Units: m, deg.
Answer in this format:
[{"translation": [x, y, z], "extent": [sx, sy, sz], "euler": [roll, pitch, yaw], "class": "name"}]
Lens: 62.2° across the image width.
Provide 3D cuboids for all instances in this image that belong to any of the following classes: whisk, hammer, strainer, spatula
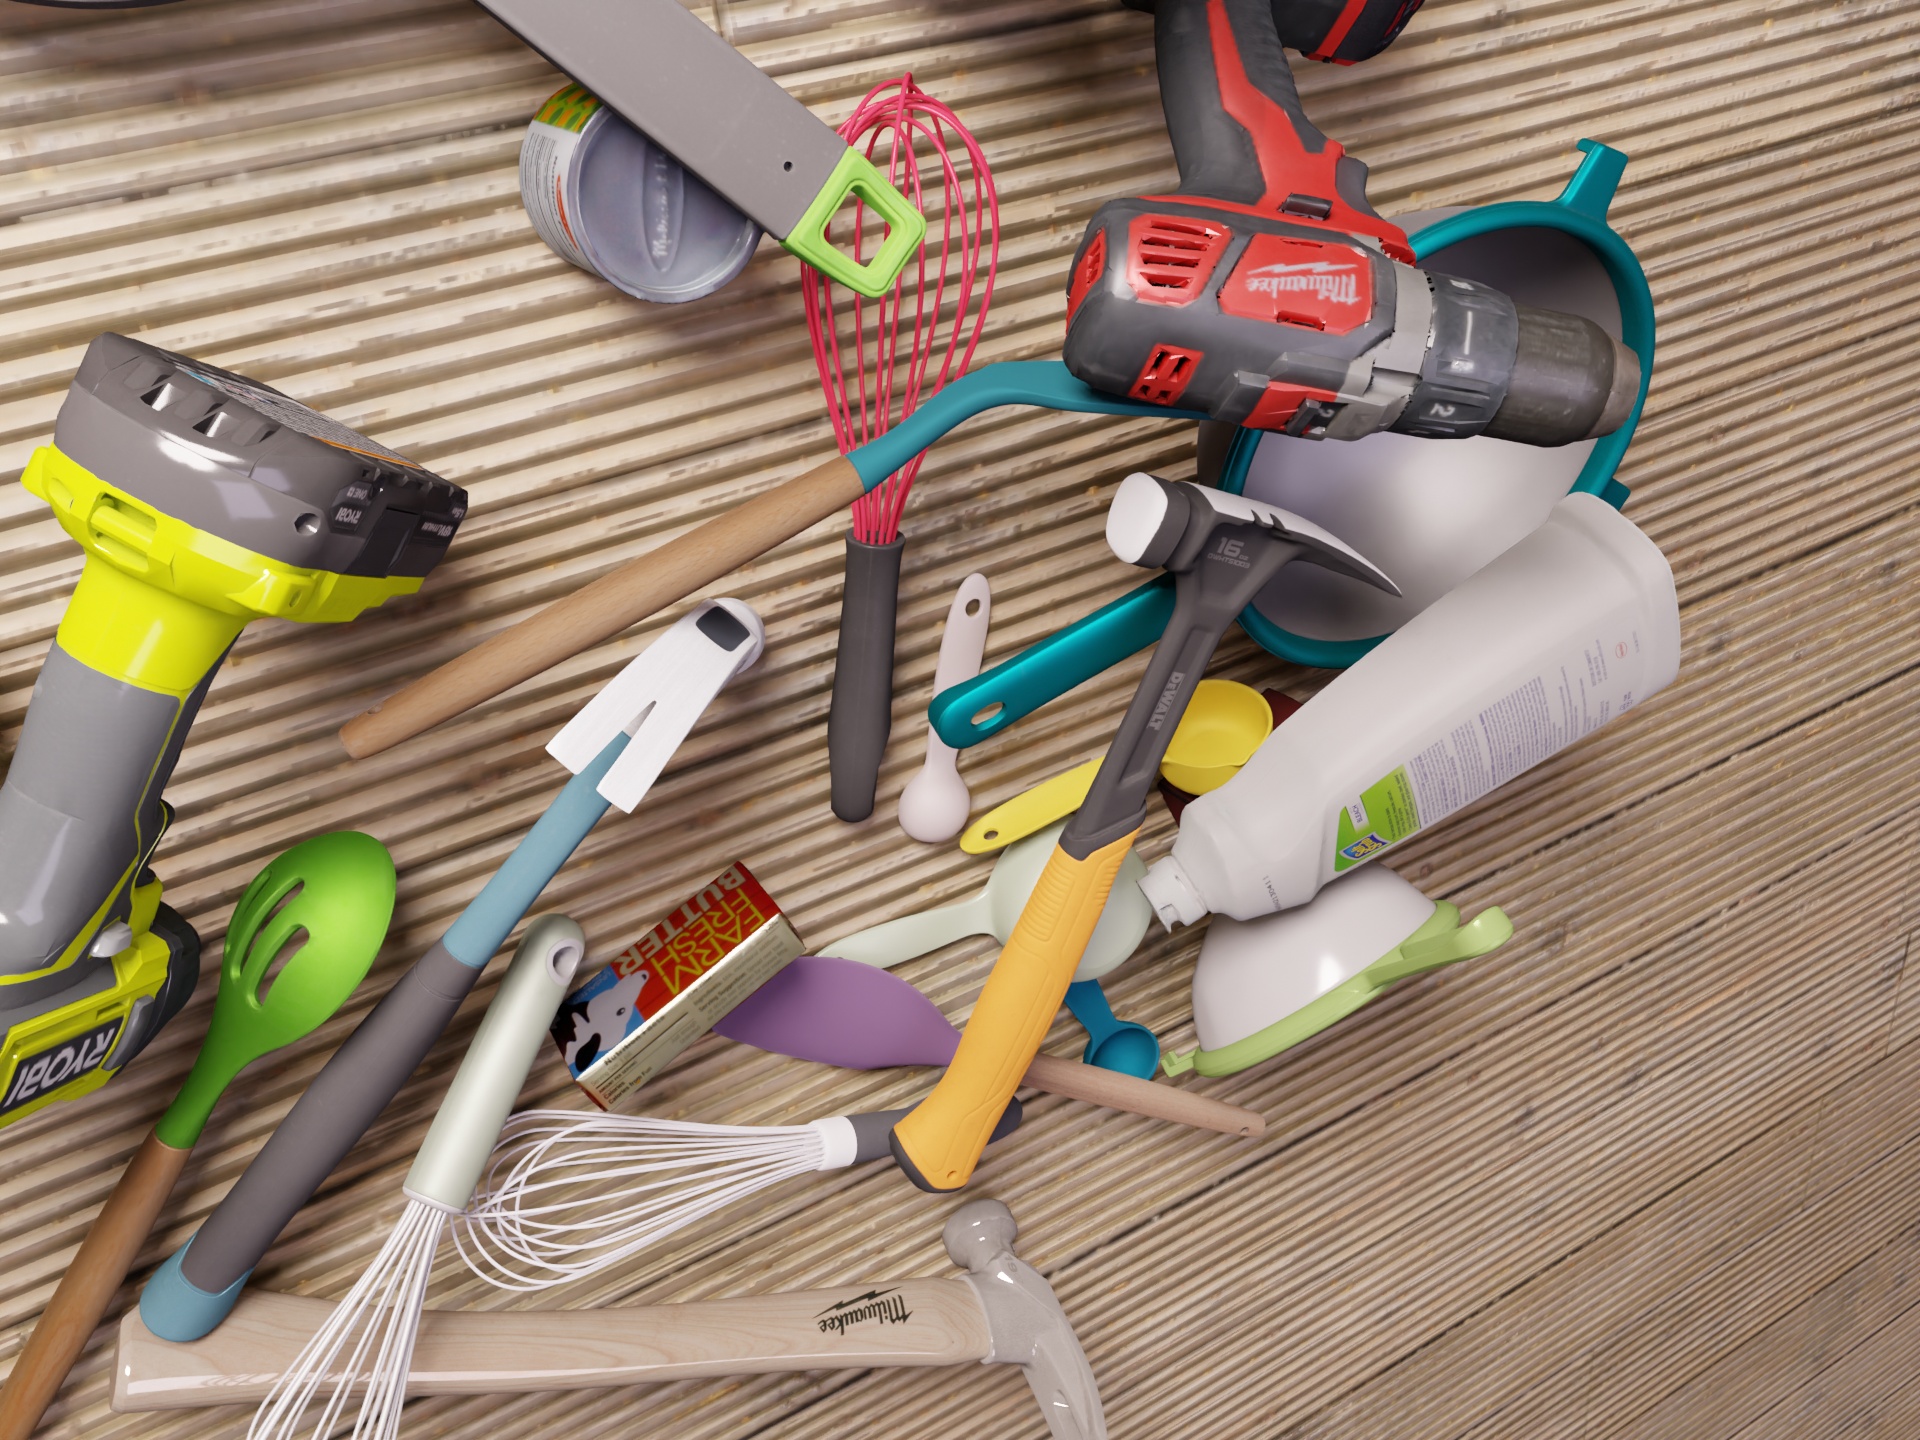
[{"translation": [-0.200, 0.186, 0.591], "extent": [0.057, 0.059, 0.246], "euler": [46, 60, -50], "class": "whisk"}, {"translation": [-0.129, 0.270, 0.672], "extent": [0.410, 0.146, 0.038], "euler": [9, 118, -29], "class": "hammer"}, {"translation": [-0.185, 0.091, 0.573], "extent": [0.033, 0.128, 0.331], "euler": [39, 96, -6], "class": "hammer"}, {"translation": [0.173, 0.095, 0.736], "extent": [0.151, 0.256, 0.069], "euler": [-30, 81, -16], "class": "strainer"}, {"translation": [-0.053, -0.060, 0.531], "extent": [0.317, 0.082, 0.044], "euler": [-29, 124, -9], "class": "spatula"}, {"translation": [-0.030, -0.088, 0.604], "extent": [0.073, 0.073, 0.295], "euler": [-10, 122, -27], "class": "whisk"}, {"translation": [0.056, 0.064, 0.660], "extent": [0.127, 0.034, 0.336], "euler": [10, 115, -31], "class": "hammer"}, {"translation": [0.124, -0.101, 0.675], "extent": [0.340, 0.095, 0.210], "euler": [-30, 136, -3], "class": "strainer"}, {"translation": [0.030, 0.164, 0.762], "extent": [0.315, 0.018, 0.059], "euler": [21, 114, -30], "class": "spatula"}, {"translation": [-0.086, 0.191, 0.705], "extent": [0.284, 0.070, 0.070], "euler": [0, 112, -37], "class": "whisk"}]

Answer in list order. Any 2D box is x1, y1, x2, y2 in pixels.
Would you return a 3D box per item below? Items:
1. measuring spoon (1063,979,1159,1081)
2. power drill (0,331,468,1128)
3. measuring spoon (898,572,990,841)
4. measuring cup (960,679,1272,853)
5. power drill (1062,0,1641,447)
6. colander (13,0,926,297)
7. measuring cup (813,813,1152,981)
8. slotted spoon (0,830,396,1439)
[{"translation": [0.059, 0.137, 0.792], "extent": [0.042, 0.021, 0.128], "euler": [-35, 116, -10], "class": "measuring spoon"}, {"translation": [-0.241, 0.011, 0.472], "extent": [0.080, 0.171, 0.223], "euler": [28, 93, 0], "class": "power drill"}, {"translation": [-0.001, -0.002, 0.685], "extent": [0.034, 0.018, 0.124], "euler": [-1, 111, -31], "class": "measuring spoon"}, {"translation": [0.073, 0.031, 0.733], "extent": [0.156, 0.062, 0.029], "euler": [-26, 134, -6], "class": "measuring cup"}, {"translation": [0.133, -0.196, 0.538], "extent": [0.188, 0.080, 0.227], "euler": [8, 69, -9], "class": "power drill"}, {"translation": [-0.156, -0.234, 0.388], "extent": [0.396, 0.095, 0.204], "euler": [33, 92, -25], "class": "colander"}, {"translation": [0.013, 0.096, 0.724], "extent": [0.167, 0.038, 0.083], "euler": [-15, 111, -22], "class": "measuring cup"}, {"translation": [-0.293, 0.170, 0.571], "extent": [0.031, 0.070, 0.313], "euler": [18, 108, -54], "class": "slotted spoon"}]
